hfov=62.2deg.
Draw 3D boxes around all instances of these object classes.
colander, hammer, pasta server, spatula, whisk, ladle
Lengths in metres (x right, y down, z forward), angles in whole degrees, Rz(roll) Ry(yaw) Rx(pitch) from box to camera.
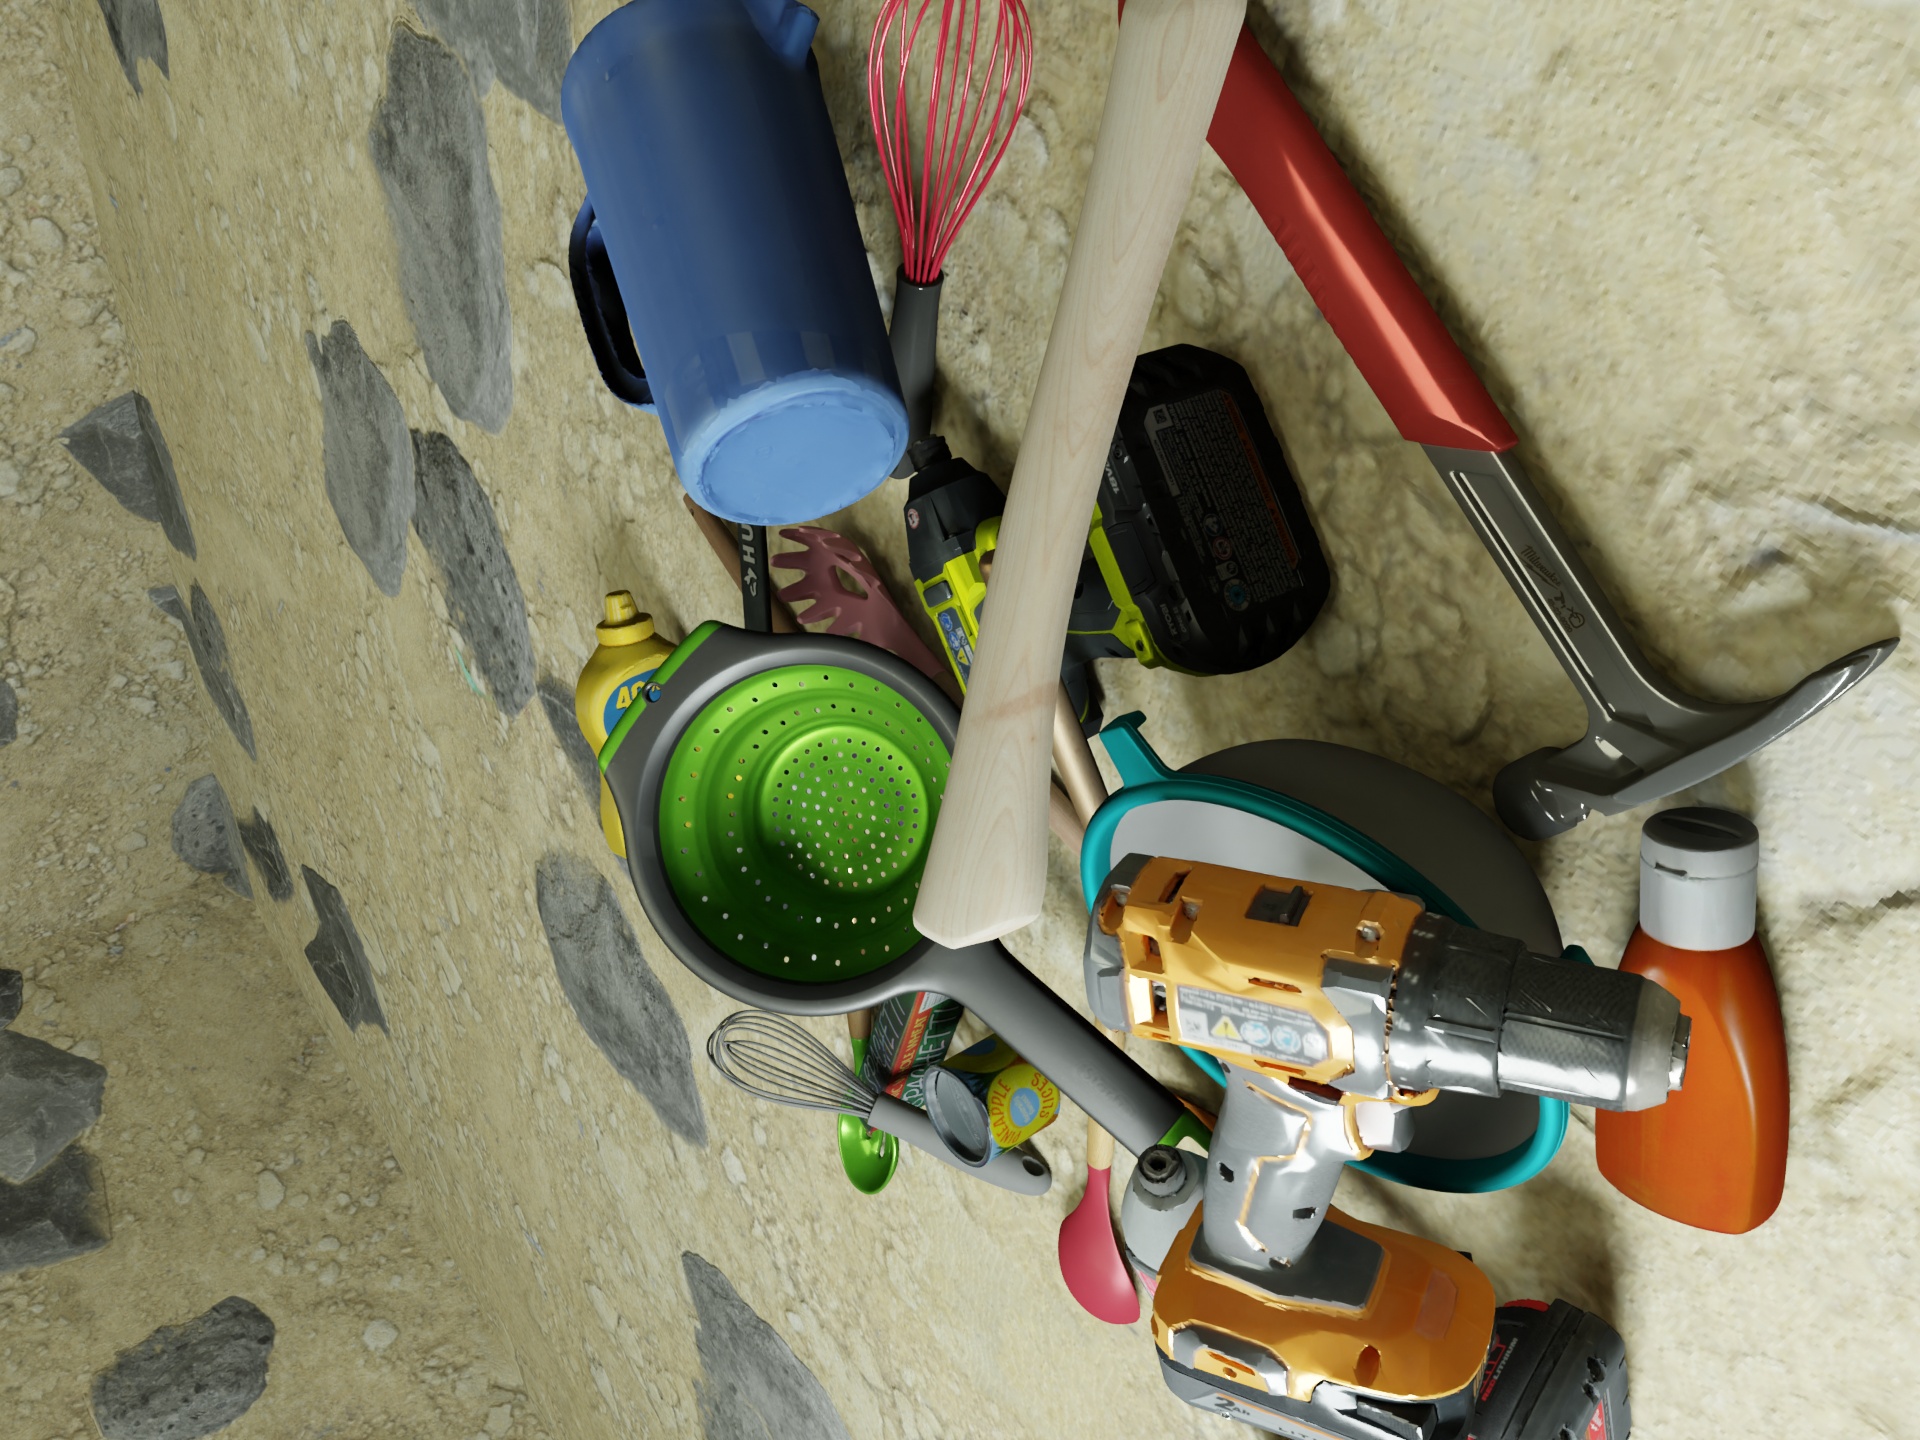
[{"bbox_3d":[-0.013,0.107,0.873,0.397,0.204,0.094,40,-173,7],"label":"colander"},{"bbox_3d":[0.035,-0.117,0.588,0.146,0.038,0.410,19,100,32],"label":"hammer"},{"bbox_3d":[-0.001,-0.003,0.883,0.316,0.040,0.060,48,135,26],"label":"pasta server"},{"bbox_3d":[-0.093,-0.030,1.017,0.316,0.018,0.059,54,144,18],"label":"spatula"},{"bbox_3d":[0.164,-0.135,0.566,0.359,0.036,0.149,61,147,10],"label":"hammer"},{"bbox_3d":[-0.017,-0.229,0.759,0.073,0.073,0.295,49,149,27],"label":"whisk"},{"bbox_3d":[0.083,0.233,0.911,0.069,0.031,0.315,31,130,43],"label":"ladle"},{"bbox_3d":[-0.052,0.246,1.014,0.239,0.055,0.055,23,134,8],"label":"whisk"},{"bbox_3d":[-0.124,-0.043,0.951,0.149,0.036,0.408,22,122,40],"label":"hammer"}]

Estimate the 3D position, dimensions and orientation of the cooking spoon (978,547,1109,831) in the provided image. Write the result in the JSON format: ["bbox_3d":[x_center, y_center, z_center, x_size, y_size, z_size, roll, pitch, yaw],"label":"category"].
[{"bbox_3d":[0.066,0.051,0.746,0.069,0.017,0.318,24,147,47],"label":"cooking spoon"}]

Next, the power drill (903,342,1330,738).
[{"bbox_3d":[0.051,-0.077,0.730,0.223,0.080,0.171,-21,92,61],"label":"power drill"}]

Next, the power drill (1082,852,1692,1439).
[{"bbox_3d":[0.144,0.155,0.547,0.185,0.084,0.226,7,123,28],"label":"power drill"}]

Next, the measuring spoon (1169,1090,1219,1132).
[{"bbox_3d":[0.138,0.214,0.836,0.117,0.011,0.021,13,120,56],"label":"measuring spoon"}]

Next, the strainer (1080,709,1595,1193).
[{"bbox_3d":[0.163,0.121,0.680,0.211,0.095,0.340,30,149,28],"label":"strainer"}]

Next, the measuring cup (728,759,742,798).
[{"bbox_3d":[-0.147,0.006,1.105,0.062,0.029,0.156,53,146,22],"label":"measuring cup"}]

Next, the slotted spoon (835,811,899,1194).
[{"bbox_3d":[-0.070,0.198,1.111,0.070,0.031,0.313,27,127,46],"label":"slotted spoon"}]

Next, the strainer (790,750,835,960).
[{"bbox_3d":[-0.105,0.099,1.092,0.087,0.050,0.258,42,145,45],"label":"strainer"}]

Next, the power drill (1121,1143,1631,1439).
[{"bbox_3d":[0.168,0.263,0.695,0.220,0.078,0.143,20,147,39],"label":"power drill"}]
